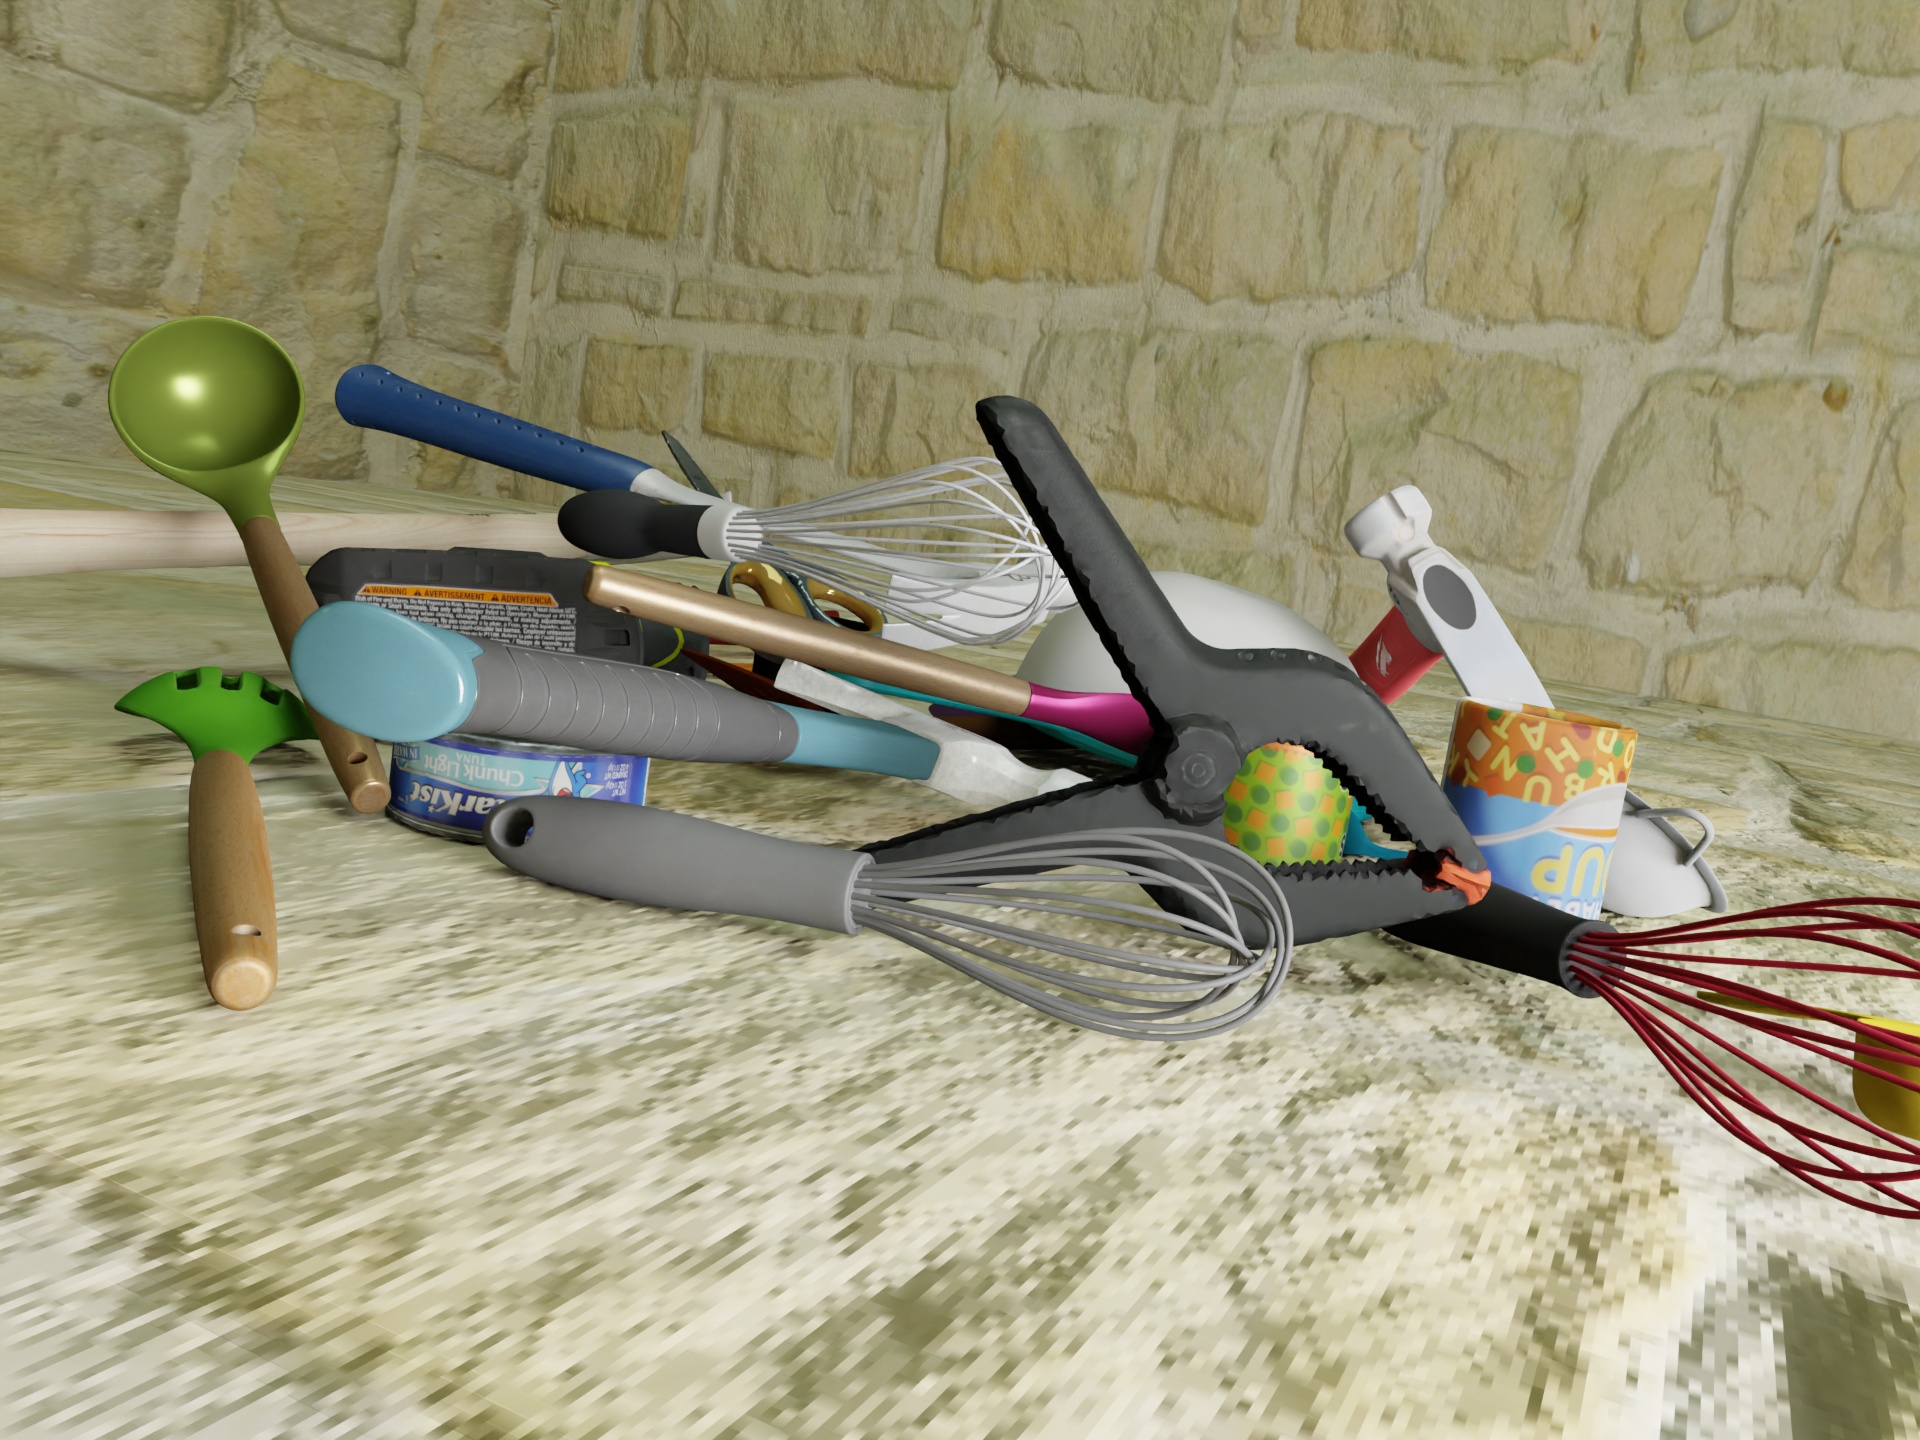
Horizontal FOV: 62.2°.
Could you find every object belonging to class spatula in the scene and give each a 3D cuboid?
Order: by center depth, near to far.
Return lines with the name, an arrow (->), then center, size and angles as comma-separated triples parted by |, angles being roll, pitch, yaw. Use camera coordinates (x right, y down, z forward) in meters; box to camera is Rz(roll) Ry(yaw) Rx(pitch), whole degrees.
spatula -> -0.001, -0.003, 0.826 | 0.081, 0.041, 0.322 | 20, 12, 41
spatula -> 0.035, -0.015, 1.036 | 0.060, 0.018, 0.316 | 15, 9, 11

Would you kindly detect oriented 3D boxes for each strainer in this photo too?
strainer -> 0.291, 0.055, 0.730 | 0.087, 0.050, 0.258 | 47, 8, 8
strainer -> 0.082, -0.034, 0.797 | 0.340, 0.095, 0.211 | 11, 11, -41

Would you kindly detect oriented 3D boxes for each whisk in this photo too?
whisk -> -0.029, 0.044, 0.437 | 0.239, 0.055, 0.055 | 7, 7, 18
whisk -> 0.191, 0.072, 0.449 | 0.073, 0.073, 0.296 | 7, 2, -15
whisk -> -0.069, -0.070, 0.621 | 0.285, 0.070, 0.070 | 9, 6, 39

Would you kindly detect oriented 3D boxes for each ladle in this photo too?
ladle -> -0.265, -0.070, 0.606 | 0.078, 0.062, 0.320 | -19, 42, -23

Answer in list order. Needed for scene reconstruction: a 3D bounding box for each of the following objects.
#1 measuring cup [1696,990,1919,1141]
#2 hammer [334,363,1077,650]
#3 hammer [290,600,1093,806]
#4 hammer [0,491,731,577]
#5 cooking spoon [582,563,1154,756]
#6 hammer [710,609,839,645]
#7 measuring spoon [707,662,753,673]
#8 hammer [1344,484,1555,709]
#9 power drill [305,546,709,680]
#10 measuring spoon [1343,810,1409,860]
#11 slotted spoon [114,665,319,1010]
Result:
measuring cup -> 0.259, 0.099, 0.461 | 0.062, 0.029, 0.156 | 9, -4, -4
hammer -> -0.145, -0.110, 0.760 | 0.406, 0.035, 0.144 | 19, 22, 23
hammer -> -0.070, 0.002, 0.517 | 0.128, 0.033, 0.330 | 22, 5, 26
hammer -> -0.296, -0.088, 0.761 | 0.146, 0.038, 0.410 | -2, 4, 38
cooking spoon -> 0.003, -0.014, 0.637 | 0.318, 0.017, 0.069 | 15, -20, -29
hammer -> -0.232, -0.067, 1.065 | 0.359, 0.036, 0.149 | 1, 11, -43
measuring spoon -> -0.134, -0.029, 1.002 | 0.116, 0.011, 0.021 | -1, 12, -33
hammer -> 0.238, -0.011, 0.888 | 0.038, 0.143, 0.386 | -29, -10, 0
power drill -> -0.213, -0.039, 0.742 | 0.171, 0.080, 0.223 | 3, 5, -4
measuring spoon -> 0.205, 0.053, 0.710 | 0.128, 0.021, 0.042 | 11, 8, 14
slotted spoon -> -0.214, 0.022, 0.468 | 0.070, 0.031, 0.314 | 10, 8, -27
